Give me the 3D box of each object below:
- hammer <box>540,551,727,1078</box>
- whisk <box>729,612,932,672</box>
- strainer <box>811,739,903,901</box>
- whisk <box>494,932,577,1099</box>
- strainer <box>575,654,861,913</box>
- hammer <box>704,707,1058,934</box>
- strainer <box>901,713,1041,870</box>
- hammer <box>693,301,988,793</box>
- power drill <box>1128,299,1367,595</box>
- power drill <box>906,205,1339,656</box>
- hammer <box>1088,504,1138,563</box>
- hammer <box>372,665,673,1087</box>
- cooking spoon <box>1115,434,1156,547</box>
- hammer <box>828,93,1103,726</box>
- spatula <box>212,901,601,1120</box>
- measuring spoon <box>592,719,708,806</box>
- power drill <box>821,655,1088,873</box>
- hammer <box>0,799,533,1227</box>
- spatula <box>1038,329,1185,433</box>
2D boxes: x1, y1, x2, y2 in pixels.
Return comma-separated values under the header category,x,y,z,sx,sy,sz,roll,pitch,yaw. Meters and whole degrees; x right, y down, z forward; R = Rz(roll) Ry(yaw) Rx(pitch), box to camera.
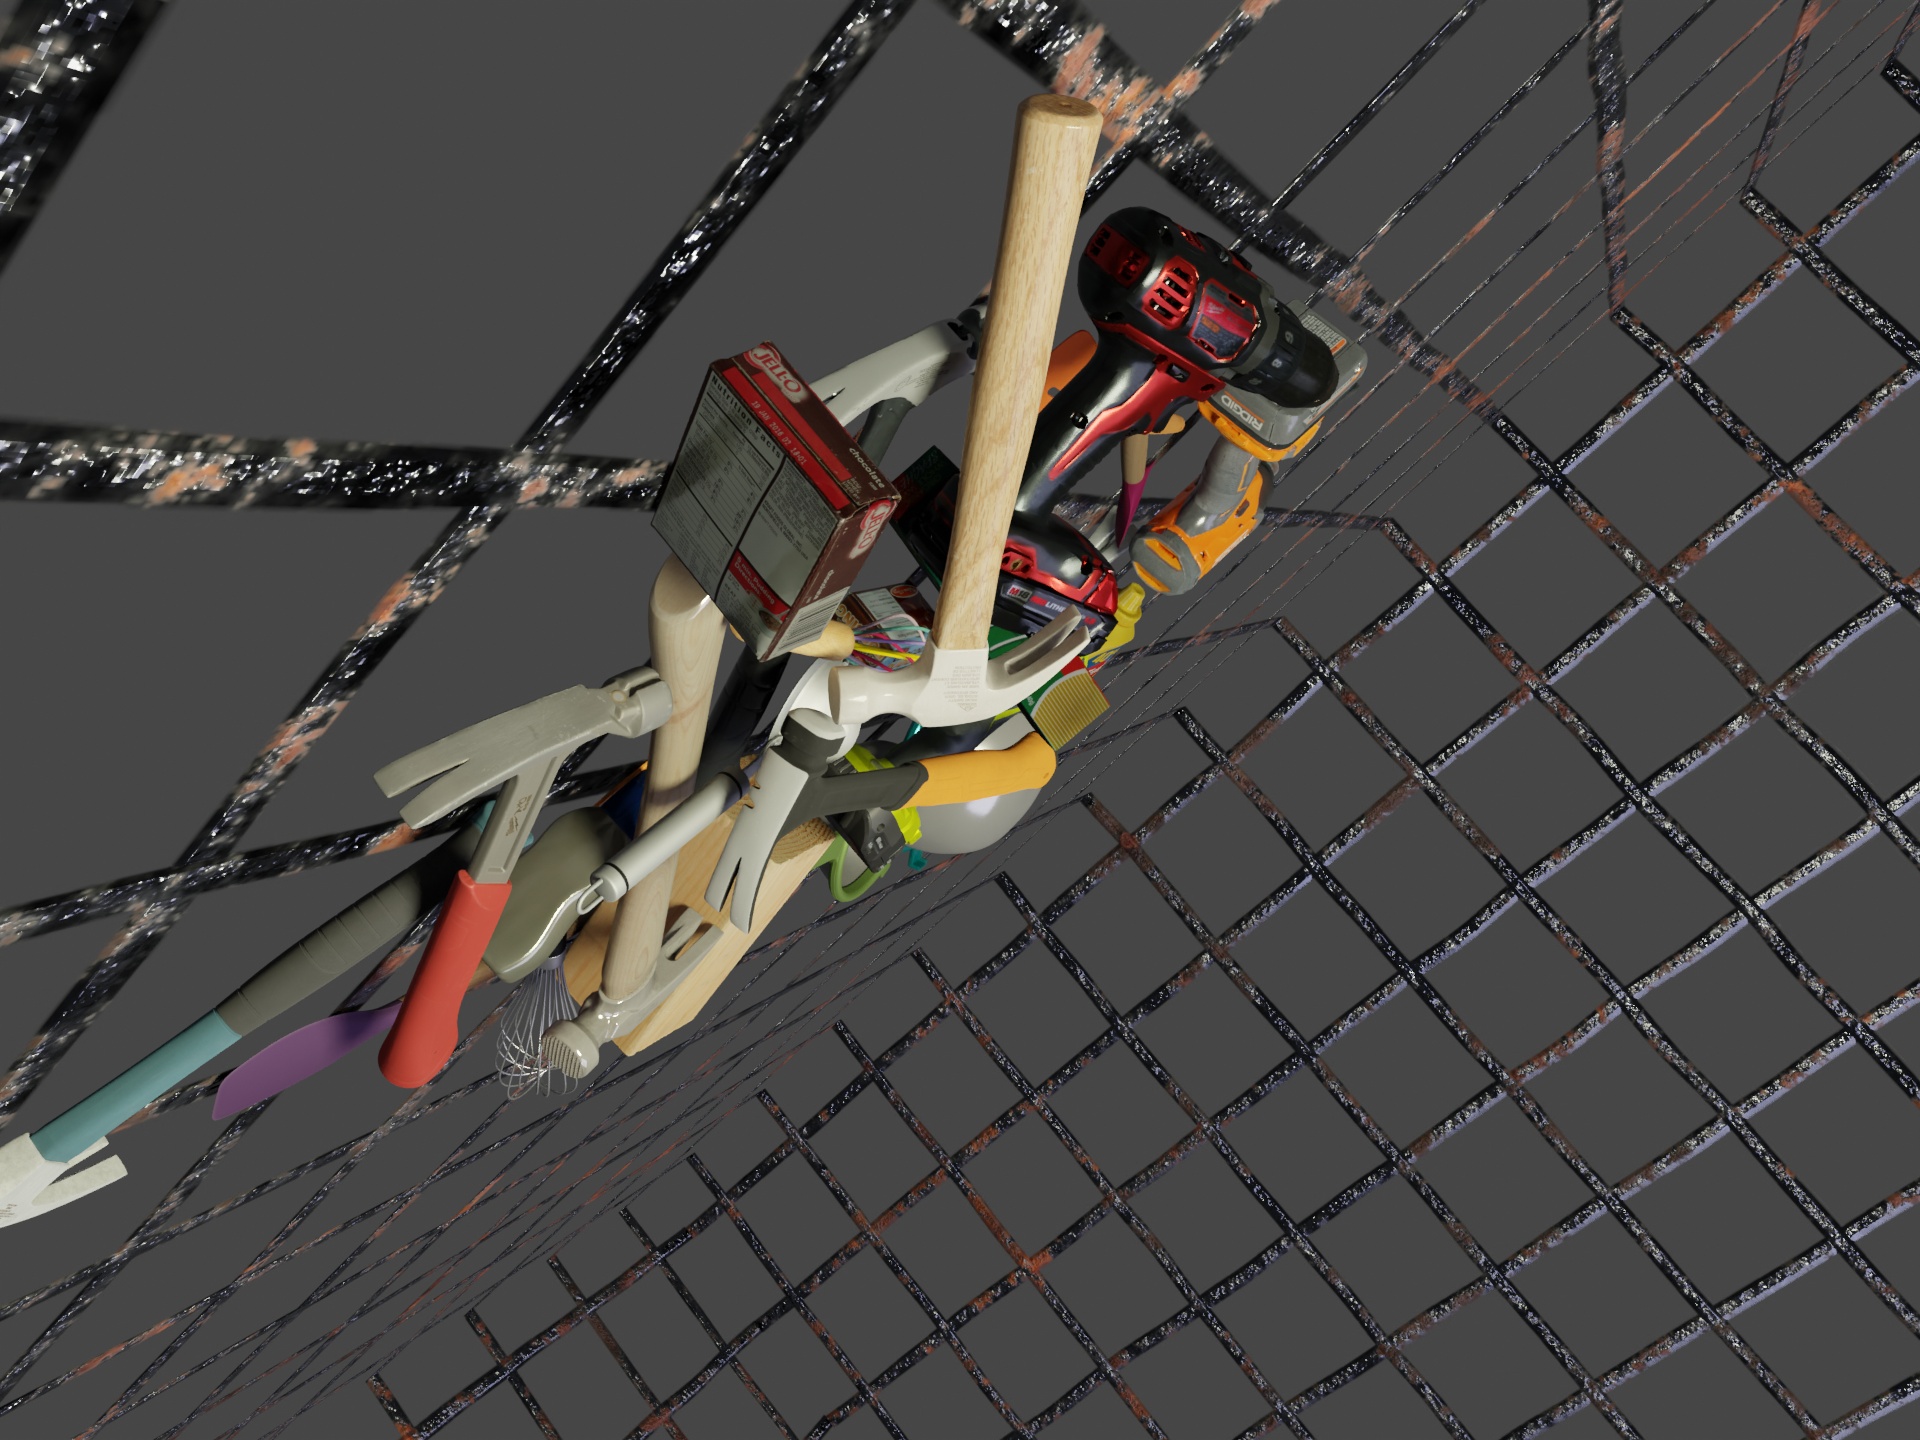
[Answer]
category,x,y,z,sx,sy,sz,roll,pitch,yaw
hammer,-0.166,0.051,0.915,0.146,0.038,0.410,-45,163,-42
whisk,-0.062,-0.041,0.885,0.051,0.047,0.245,-54,160,11
strainer,-0.113,0.084,1.303,0.256,0.069,0.151,-25,139,-63
whisk,-0.284,0.178,1.096,0.070,0.070,0.284,-32,154,-38
strainer,-0.120,0.033,0.881,0.258,0.050,0.086,-42,158,-42
hammer,-0.028,0.046,0.985,0.336,0.034,0.127,-6,126,-61
strainer,0.018,0.012,1.305,0.211,0.095,0.340,-60,165,-16
hammer,-0.096,-0.061,0.878,0.149,0.036,0.408,-30,164,-38
power drill,0.223,-0.209,1.222,0.164,0.084,0.226,-42,167,-30
power drill,0.097,-0.150,0.873,0.187,0.080,0.226,16,116,-43
hammer,0.057,-0.133,1.137,0.144,0.035,0.405,-41,170,4
hammer,-0.265,0.107,0.835,0.149,0.037,0.359,-29,162,-44
cooking spoon,0.115,-0.171,1.058,0.319,0.017,0.069,47,66,-82
hammer,0.019,-0.125,0.747,0.130,0.031,0.331,-3,134,-16
spatula,-0.352,0.181,1.062,0.316,0.018,0.059,-25,150,-54
measuring spoon,-0.204,0.039,1.010,0.117,0.011,0.021,-40,170,-4
power drill,-0.002,-0.004,1.113,0.228,0.080,0.190,-40,167,-8
hammer,-0.368,0.148,0.828,0.331,0.033,0.128,-37,168,-17
spatula,0.104,-0.206,1.053,0.081,0.041,0.322,-43,173,21
